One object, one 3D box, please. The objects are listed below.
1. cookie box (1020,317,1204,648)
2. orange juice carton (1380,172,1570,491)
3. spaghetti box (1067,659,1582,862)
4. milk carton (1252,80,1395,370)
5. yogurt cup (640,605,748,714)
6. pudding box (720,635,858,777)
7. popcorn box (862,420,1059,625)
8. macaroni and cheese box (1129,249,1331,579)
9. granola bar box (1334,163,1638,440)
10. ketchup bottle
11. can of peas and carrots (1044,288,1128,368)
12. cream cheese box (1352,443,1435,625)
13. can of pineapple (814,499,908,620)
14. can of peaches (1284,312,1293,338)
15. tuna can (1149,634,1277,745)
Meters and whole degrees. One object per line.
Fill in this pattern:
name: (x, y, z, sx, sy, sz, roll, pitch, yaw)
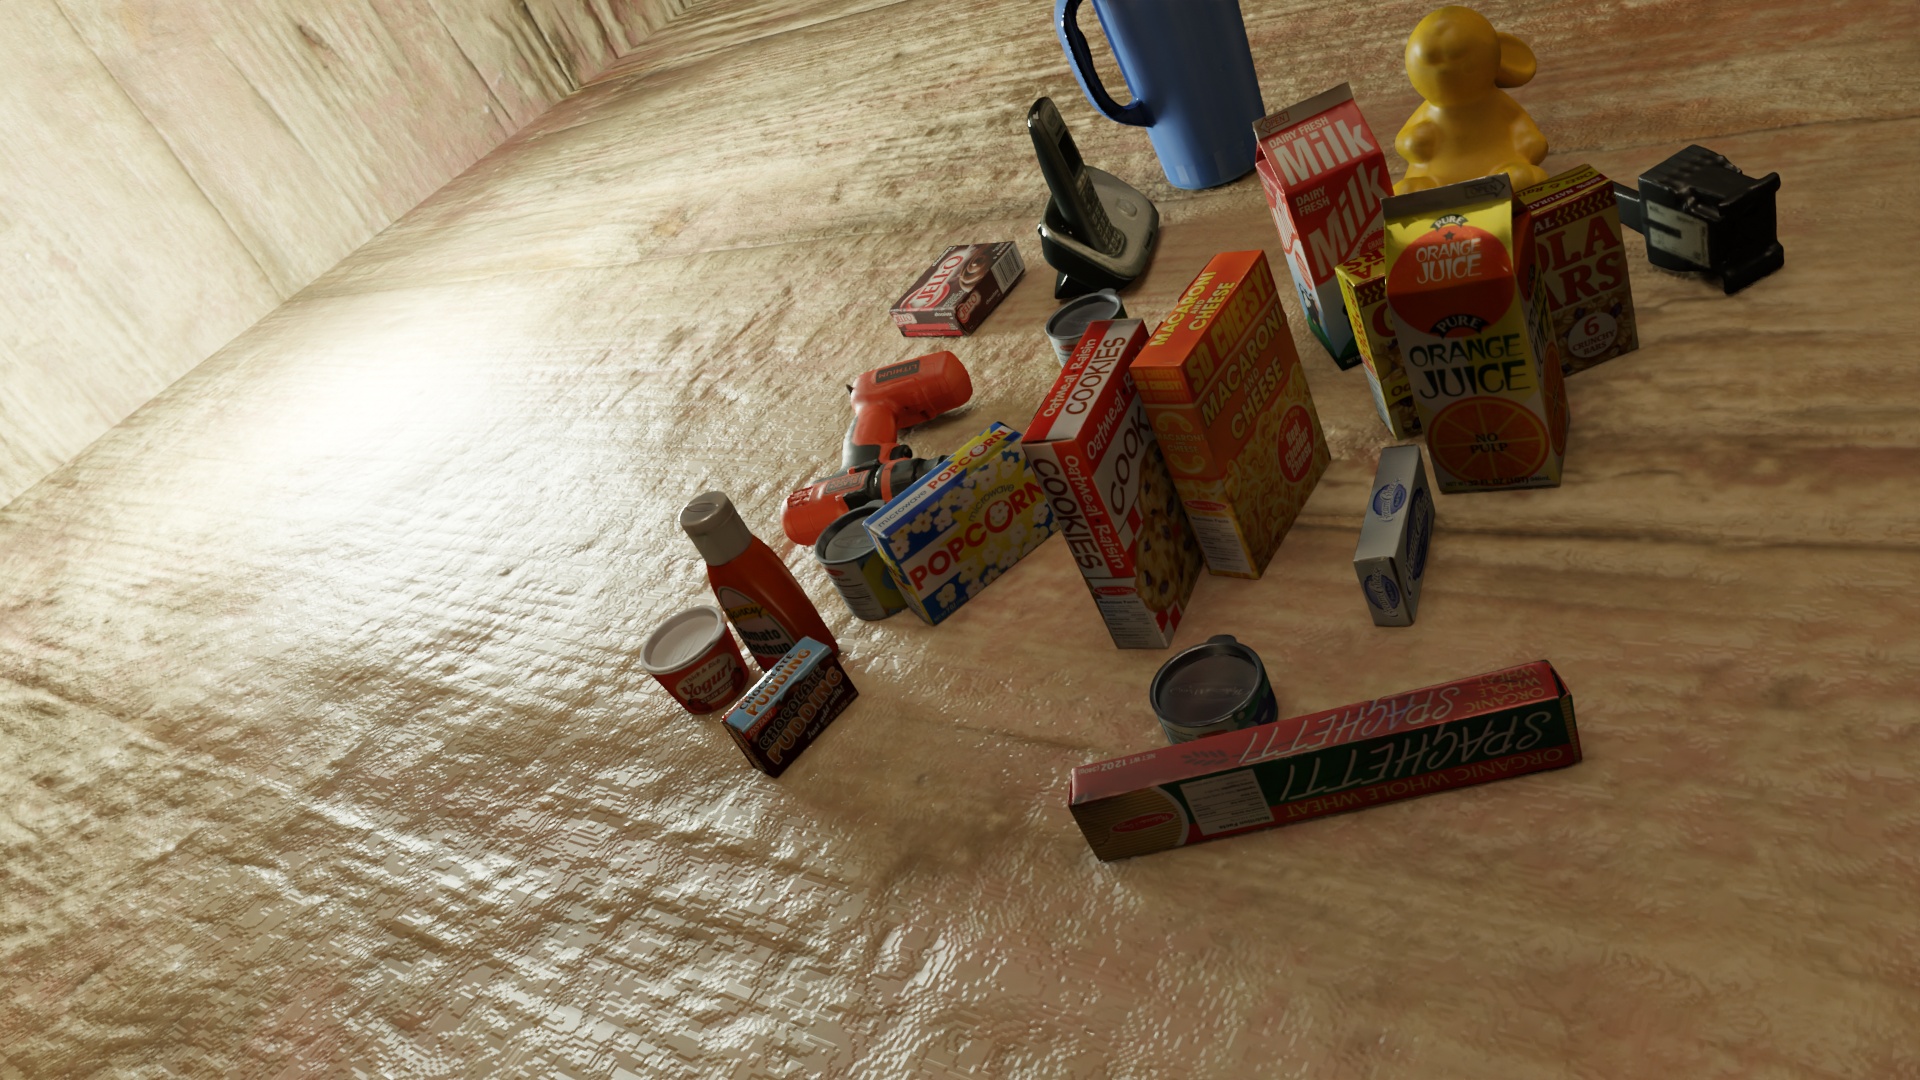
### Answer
cookie box: (0.103, -0.035, 0.861, 0.040, 0.166, 0.123, -3, 40, 33)
orange juice carton: (0.304, -0.125, 0.818, 0.072, 0.192, 0.073, -4, 39, 33)
spaghetti box: (0.180, 0.115, 0.705, 0.250, 0.050, 0.029, -16, 34, 17)
milk carton: (0.267, -0.226, 0.988, 0.072, 0.189, 0.074, -23, 32, 7)
yogurt cup: (-0.190, 0.088, 1.006, 0.072, 0.053, 0.073, -19, 33, 13)
pudding box: (-0.113, 0.110, 0.925, 0.030, 0.049, 0.084, 14, 51, 47)
popcorn box: (0.003, -0.012, 0.978, 0.127, 0.085, 0.038, -38, 34, -16)
macaroni and cheese box: (0.172, -0.078, 0.872, 0.040, 0.165, 0.124, 4, 44, 40)
granola bar box: (0.339, -0.150, 0.891, 0.165, 0.123, 0.039, -22, 33, 9)
ketchup bottle: (-0.143, 0.032, 0.963, 0.064, 0.148, 0.044, -2, 41, 35)
can of peas and carrots: (0.111, -0.162, 1.134, 0.071, 0.058, 0.071, -19, 33, 13)
cream cheese box: (0.256, -0.004, 0.813, 0.024, 0.053, 0.104, -5, 39, 32)
can of pineapple: (-0.063, 0.015, 1.014, 0.071, 0.057, 0.071, -19, 33, 13)
can of peaches: (0.212, -0.131, 1.019, 0.071, 0.058, 0.071, -19, 33, 13)
tuna can: (0.144, 0.089, 0.783, 0.071, 0.032, 0.071, -19, 33, 13)
